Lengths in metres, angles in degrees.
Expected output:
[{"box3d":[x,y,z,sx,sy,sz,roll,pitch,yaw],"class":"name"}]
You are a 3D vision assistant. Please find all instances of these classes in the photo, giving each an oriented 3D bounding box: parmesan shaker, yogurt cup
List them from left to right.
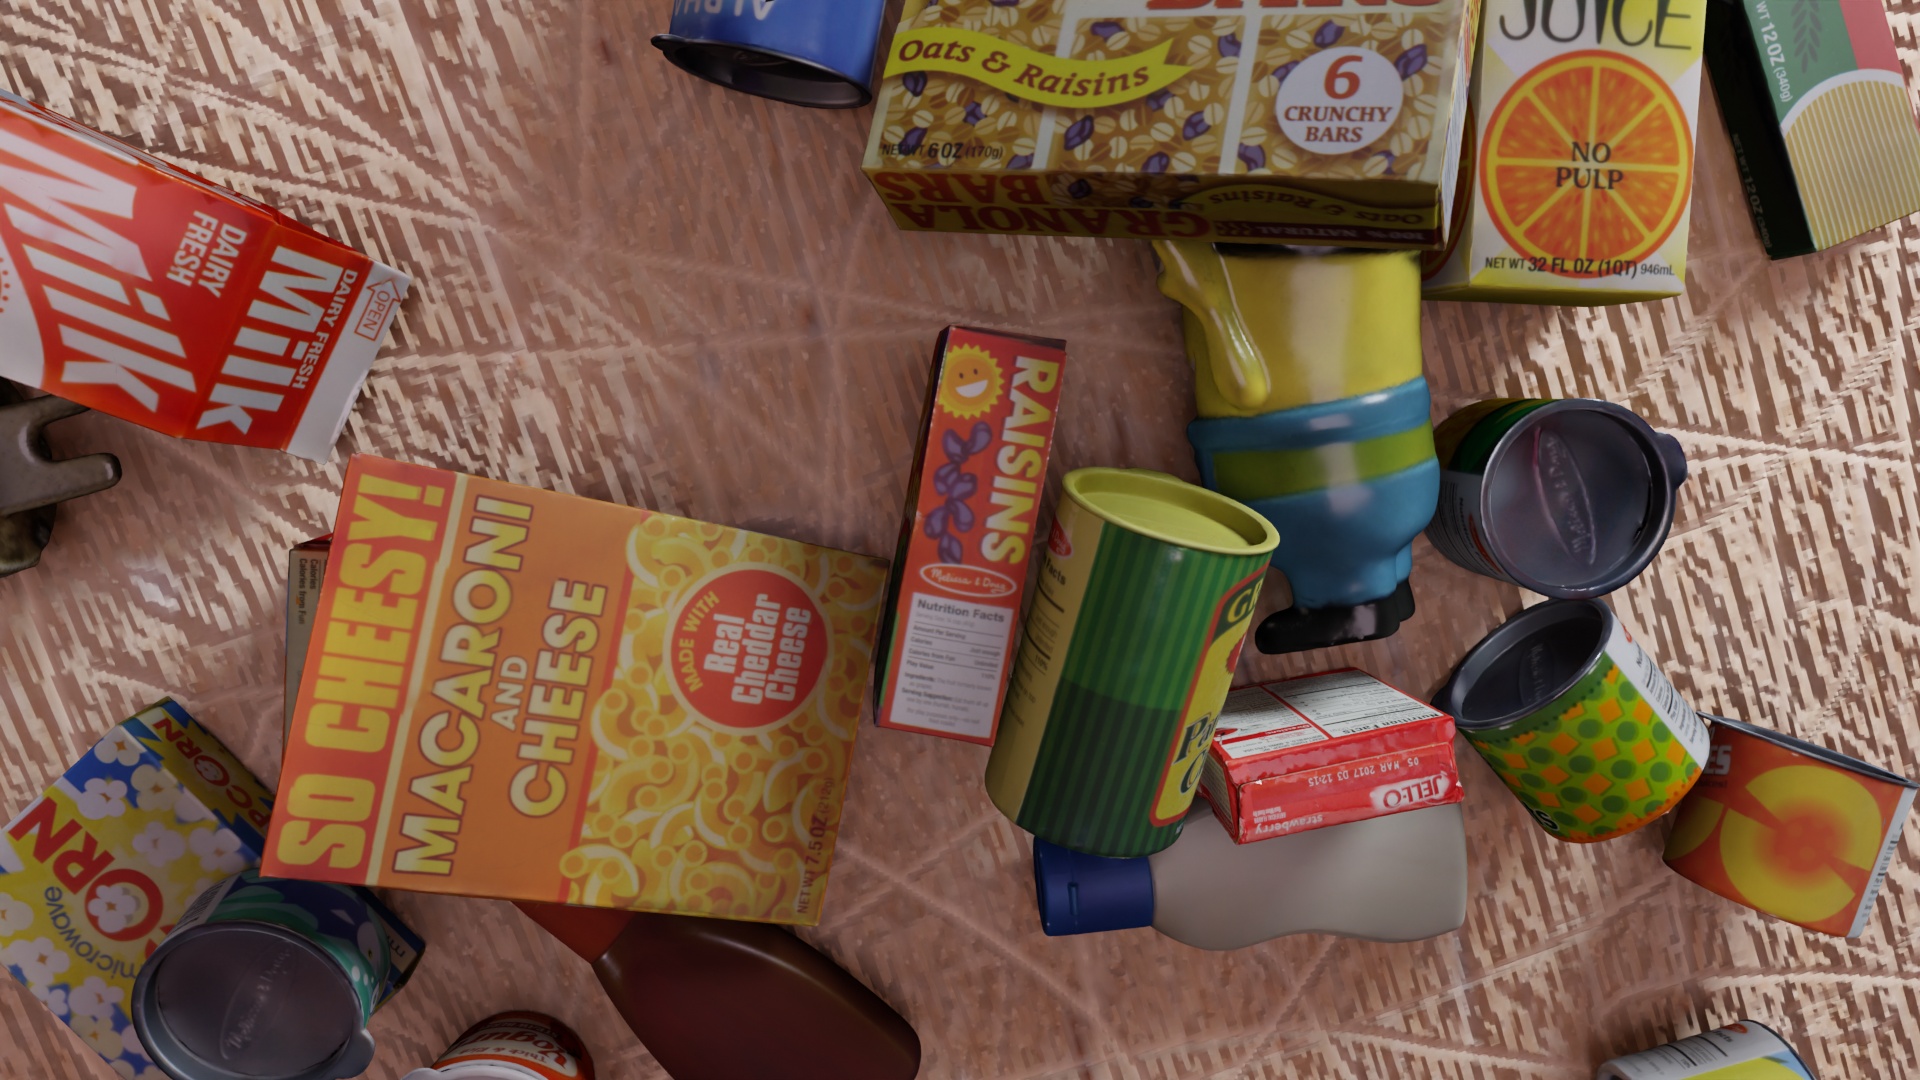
[{"box3d":[-0.157,0.198,0.474,0.072,0.054,0.072,-1,97,-4],"class":"yogurt cup"},{"box3d":[0.051,0.036,0.429,0.071,0.071,0.102,12,109,-6],"class":"parmesan shaker"}]

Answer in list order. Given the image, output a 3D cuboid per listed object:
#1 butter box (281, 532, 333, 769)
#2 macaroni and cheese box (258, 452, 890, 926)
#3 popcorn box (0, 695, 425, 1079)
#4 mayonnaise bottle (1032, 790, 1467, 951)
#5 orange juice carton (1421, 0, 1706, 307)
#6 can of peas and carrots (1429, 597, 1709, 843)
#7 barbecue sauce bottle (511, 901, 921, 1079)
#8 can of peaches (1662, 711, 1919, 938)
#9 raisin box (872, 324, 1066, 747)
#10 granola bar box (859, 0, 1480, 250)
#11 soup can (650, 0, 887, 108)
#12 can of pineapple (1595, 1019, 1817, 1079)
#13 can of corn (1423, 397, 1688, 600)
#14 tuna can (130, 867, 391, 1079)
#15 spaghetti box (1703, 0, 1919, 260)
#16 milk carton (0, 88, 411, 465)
[{"box3d":[-0.201,0.049,0.455,0.024,0.053,0.103,4,96,-6],"class":"butter box"},{"box3d":[-0.116,0.050,0.436,0.166,0.040,0.123,12,86,-24],"class":"macaroni and cheese box"},{"box3d":[-0.258,0.128,0.466,0.085,0.038,0.126,-42,98,1],"class":"popcorn box"},{"box3d":[0.101,0.114,0.493,0.148,0.041,0.064,-5,95,-3],"class":"mayonnaise bottle"},{"box3d":[0.190,-0.175,0.452,0.072,0.073,0.192,1,96,-4],"class":"orange juice carton"},{"box3d":[0.211,0.063,0.484,0.071,0.071,0.058,-42,98,1],"class":"can of peas and carrots"},{"box3d":[-0.087,0.154,0.481,0.148,0.044,0.065,41,91,-7],"class":"barbecue sauce bottle"},{"box3d":[0.291,0.100,0.495,0.071,0.071,0.058,16,95,-6],"class":"can of peaches"},{"box3d":[0.002,-0.006,0.449,0.040,0.086,0.123,10,95,-4],"class":"raisin box"},{"box3d":[0.064,-0.151,0.409,0.165,0.039,0.124,7,74,21],"class":"granola bar box"},{"box3d":[-0.055,-0.186,0.433,0.071,0.071,0.083,10,95,-5],"class":"soup can"},{"box3d":[0.275,0.217,0.503,0.058,0.071,0.071,-15,97,-2],"class":"can of pineapple"},{"box3d":[0.200,-0.017,0.477,0.071,0.058,0.071,0,96,-4],"class":"can of corn"},{"box3d":[-0.211,0.137,0.428,0.071,0.033,0.070,-2,109,-5],"class":"tuna can"},{"box3d":[0.271,-0.222,0.476,0.050,0.029,0.249,-22,98,-3],"class":"spaghetti box"},{"box3d":[-0.270,-0.088,0.409,0.190,0.073,0.072,24,94,-29],"class":"milk carton"}]
